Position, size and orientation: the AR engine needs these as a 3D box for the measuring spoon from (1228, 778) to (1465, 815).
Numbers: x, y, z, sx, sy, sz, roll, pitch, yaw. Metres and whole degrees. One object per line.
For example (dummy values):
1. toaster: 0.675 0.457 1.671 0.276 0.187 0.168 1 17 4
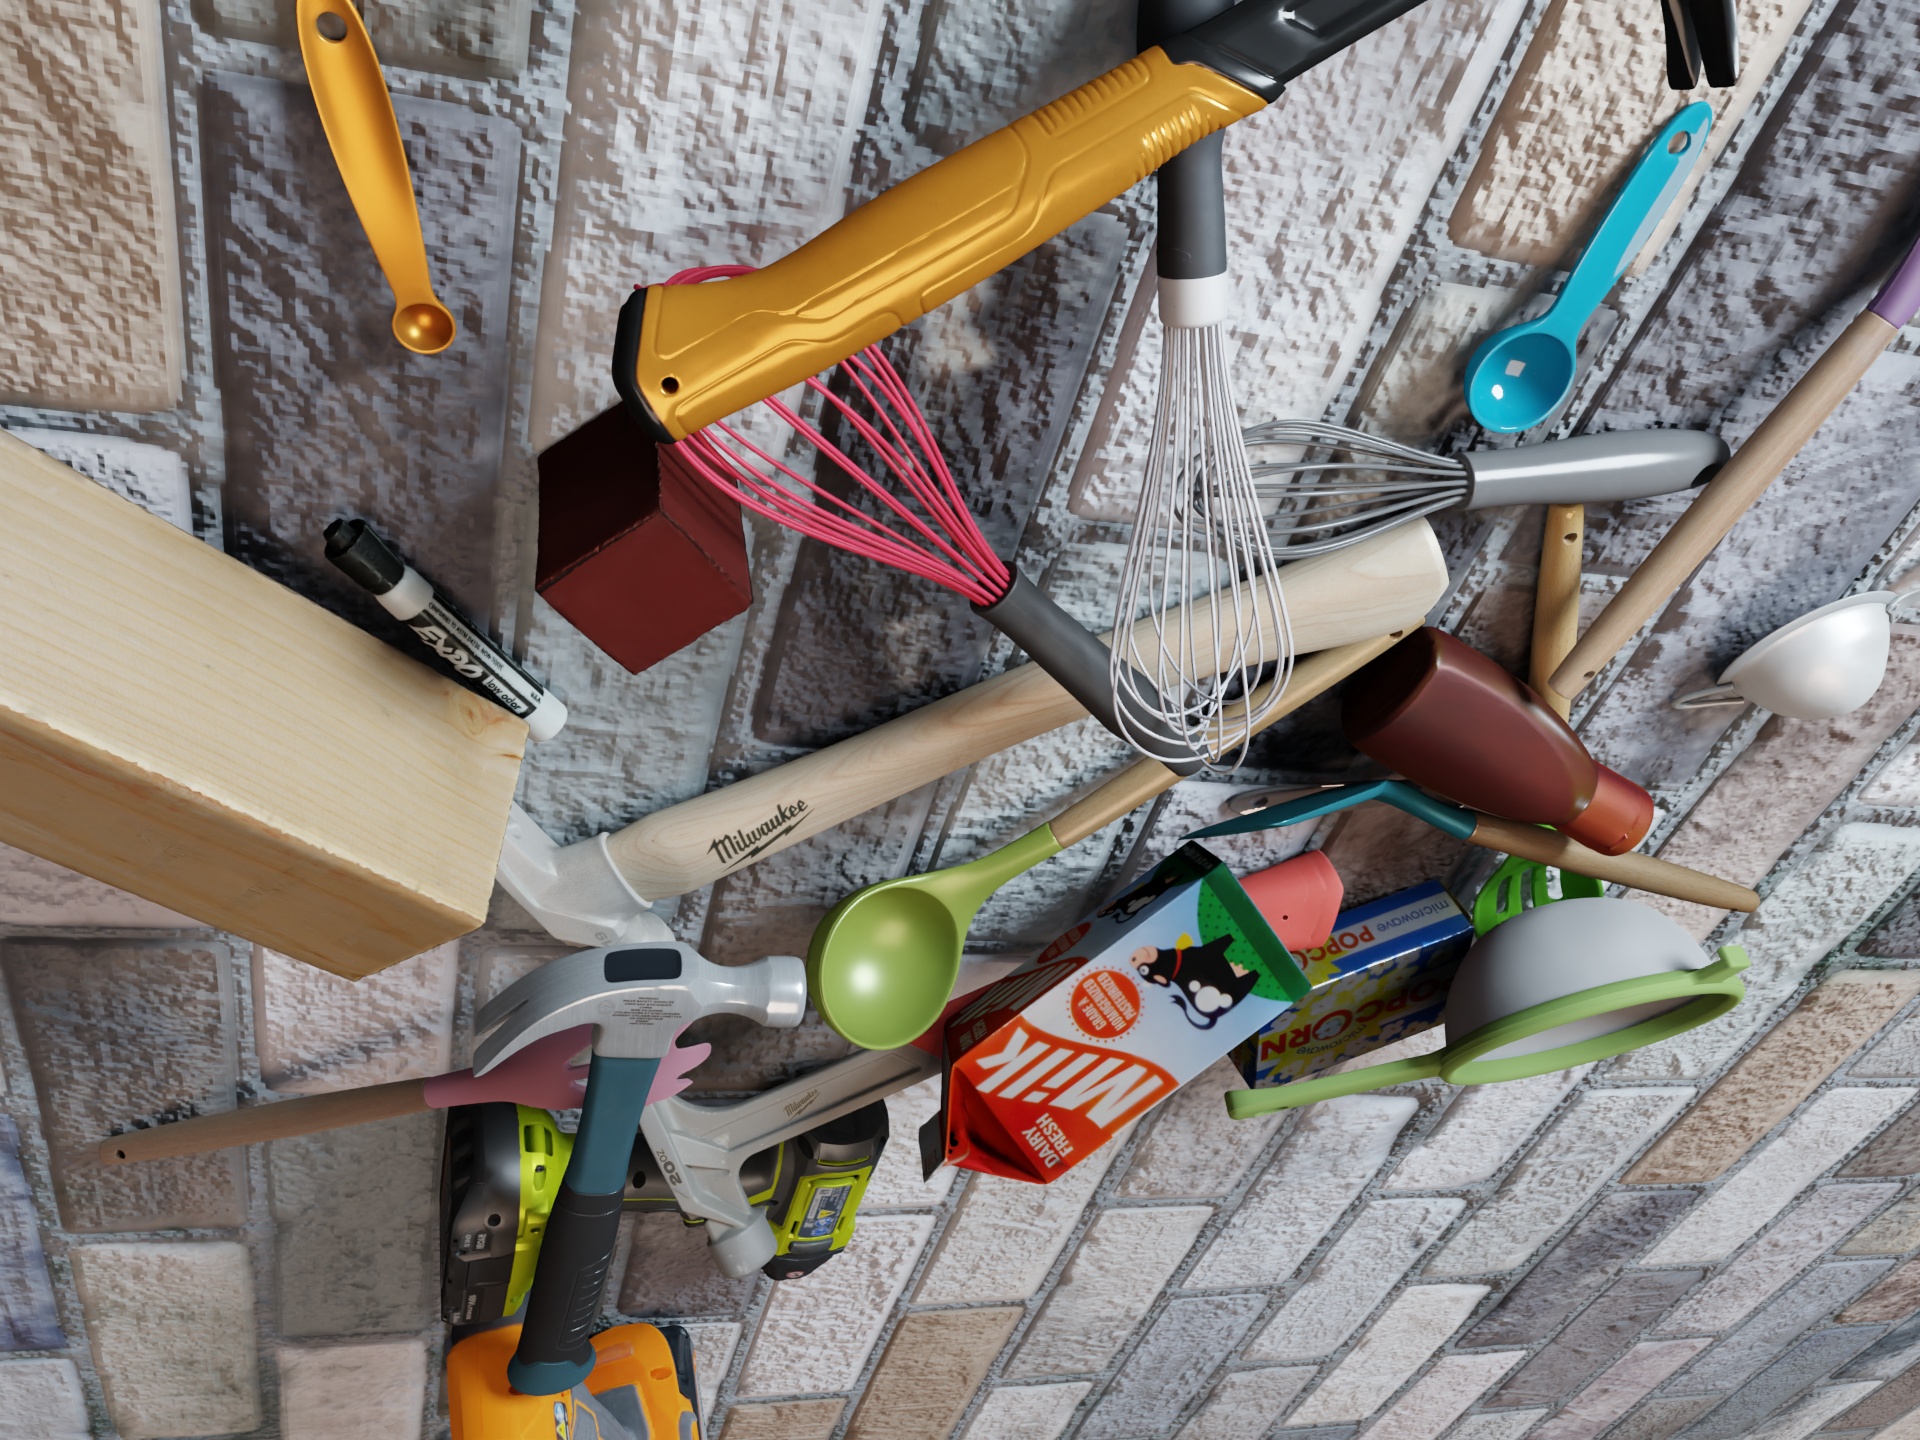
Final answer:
1. measuring spoon: 0.190 0.031 0.764 0.124 0.018 0.034 -5 134 1

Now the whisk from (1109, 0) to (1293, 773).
1. whisk: 0.078 -0.108 0.525 0.070 0.070 0.284 -9 118 -5

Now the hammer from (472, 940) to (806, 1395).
1. hammer: -0.170 0.220 0.736 0.128 0.033 0.330 7 129 -18

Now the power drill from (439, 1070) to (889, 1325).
1. power drill: -0.164 0.262 0.863 0.223 0.080 0.171 2 133 -21

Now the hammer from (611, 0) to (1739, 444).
1. hammer: 0.055 -0.165 0.454 0.337 0.034 0.127 -28 112 3

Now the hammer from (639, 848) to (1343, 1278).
1. hammer: 0.016 0.138 0.785 0.359 0.037 0.149 -23 97 -2

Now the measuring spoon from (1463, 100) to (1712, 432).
1. measuring spoon: 0.224 -0.164 0.576 0.042 0.021 0.128 16 120 -25

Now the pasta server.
1. pasta server: -0.273 0.180 0.762 0.316 0.040 0.060 -13 97 13

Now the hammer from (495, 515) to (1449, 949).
1. hammer: -0.001 -0.002 0.664 0.410 0.038 0.146 -22 134 7

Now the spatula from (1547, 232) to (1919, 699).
1. spatula: 0.334 -0.130 0.608 0.059 0.018 0.315 17 120 -32

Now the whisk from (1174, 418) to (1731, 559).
1. whisk: 0.195 -0.096 0.616 0.239 0.055 0.055 -7 136 -14

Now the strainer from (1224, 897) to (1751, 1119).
1. strainer: 0.254 0.143 0.806 0.256 0.069 0.151 -16 155 9

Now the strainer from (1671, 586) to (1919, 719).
1. strainer: 0.447 -0.066 0.712 0.258 0.050 0.086 -39 147 19

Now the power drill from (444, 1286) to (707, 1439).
1. power drill: -0.228 0.396 0.941 0.084 0.164 0.226 -19 148 5

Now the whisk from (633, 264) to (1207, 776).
1. whisk: -0.001 -0.059 0.569 0.073 0.073 0.295 -37 126 22

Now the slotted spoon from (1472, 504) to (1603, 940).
1. slotted spoon: 0.281 0.017 0.762 0.070 0.031 0.313 -14 134 3

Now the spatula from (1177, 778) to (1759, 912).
1. spatula: 0.259 0.066 0.758 0.317 0.044 0.082 14 166 -20

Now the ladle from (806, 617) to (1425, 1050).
1. ladle: 0.067 0.044 0.704 0.320 0.062 0.078 -33 121 11

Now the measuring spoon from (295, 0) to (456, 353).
1. measuring spoon: -0.174 -0.164 0.477 0.021 0.011 0.116 -9 132 -5
